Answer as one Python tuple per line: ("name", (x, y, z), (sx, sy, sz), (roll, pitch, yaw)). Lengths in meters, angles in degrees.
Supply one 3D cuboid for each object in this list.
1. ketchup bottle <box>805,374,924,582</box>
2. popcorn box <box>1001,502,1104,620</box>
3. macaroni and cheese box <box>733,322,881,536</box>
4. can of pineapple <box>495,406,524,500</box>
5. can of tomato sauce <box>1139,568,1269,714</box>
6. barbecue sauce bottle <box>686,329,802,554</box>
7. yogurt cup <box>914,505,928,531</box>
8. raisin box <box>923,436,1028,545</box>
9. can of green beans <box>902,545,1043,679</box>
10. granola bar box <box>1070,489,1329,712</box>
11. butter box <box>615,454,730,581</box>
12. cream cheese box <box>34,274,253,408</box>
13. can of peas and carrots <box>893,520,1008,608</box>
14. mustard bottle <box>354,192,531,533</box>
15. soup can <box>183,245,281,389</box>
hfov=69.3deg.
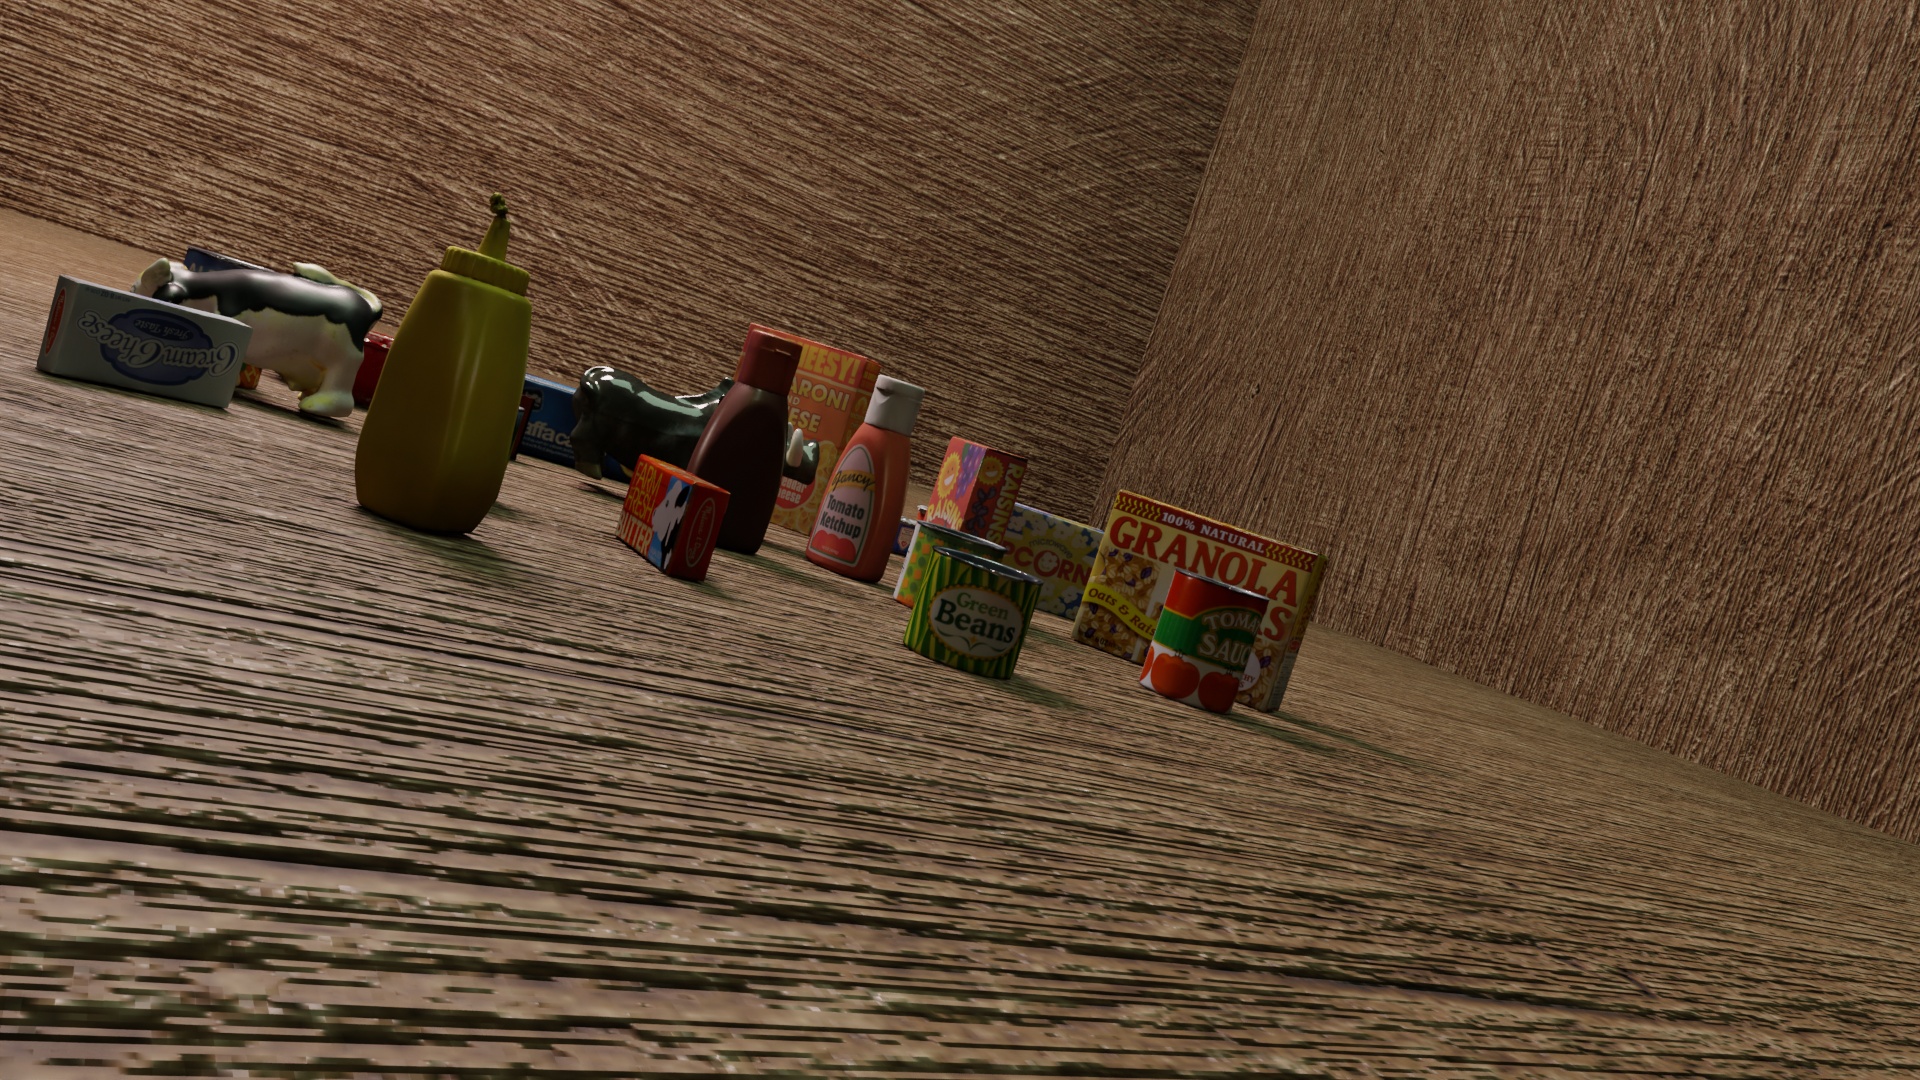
("ketchup bottle", (-0.066, -0.047, 1.031), (0.065, 0.148, 0.043), (20, 3, 36))
("popcorn box", (0.058, 0.013, 1.256), (0.127, 0.085, 0.038), (18, 3, -8))
("macaroni and cheese box", (-0.156, -0.100, 1.262), (0.124, 0.166, 0.040), (19, 3, 17))
("can of pineapple", (-0.291, -0.058, 0.800), (0.071, 0.058, 0.071), (18, 3, -1))
("can of tomato sauce", (0.166, 0.068, 0.940), (0.071, 0.083, 0.071), (18, 3, -1))
("barbecue sauce bottle", (-0.147, -0.068, 0.952), (0.065, 0.148, 0.044), (17, 3, -29))
("yogurt cup", (-0.015, 0.003, 1.304), (0.072, 0.054, 0.072), (18, 3, -1))
("raisin box", (0.004, -0.013, 1.070), (0.040, 0.123, 0.086), (17, 3, -20))
("can of green beans", (0.007, 0.040, 0.779), (0.071, 0.057, 0.071), (18, 3, -1))
("granola bar box", (0.180, 0.044, 1.059), (0.166, 0.124, 0.039), (20, 3, 27))
("butter box", (-0.166, -0.014, 0.791), (0.024, 0.053, 0.103), (16, 4, -32))
("cream cheese box", (-0.462, -0.111, 0.790), (0.024, 0.053, 0.104), (20, 4, 29))
("can of peas and carrots", (-0.006, 0.024, 0.973), (0.071, 0.058, 0.071), (18, 3, -1))
("mustard bottle", (-0.235, -0.085, 0.656), (0.065, 0.160, 0.049), (19, 3, 23))
("soup can", (-0.512, -0.154, 0.965), (0.071, 0.083, 0.071), (18, 3, -1))
